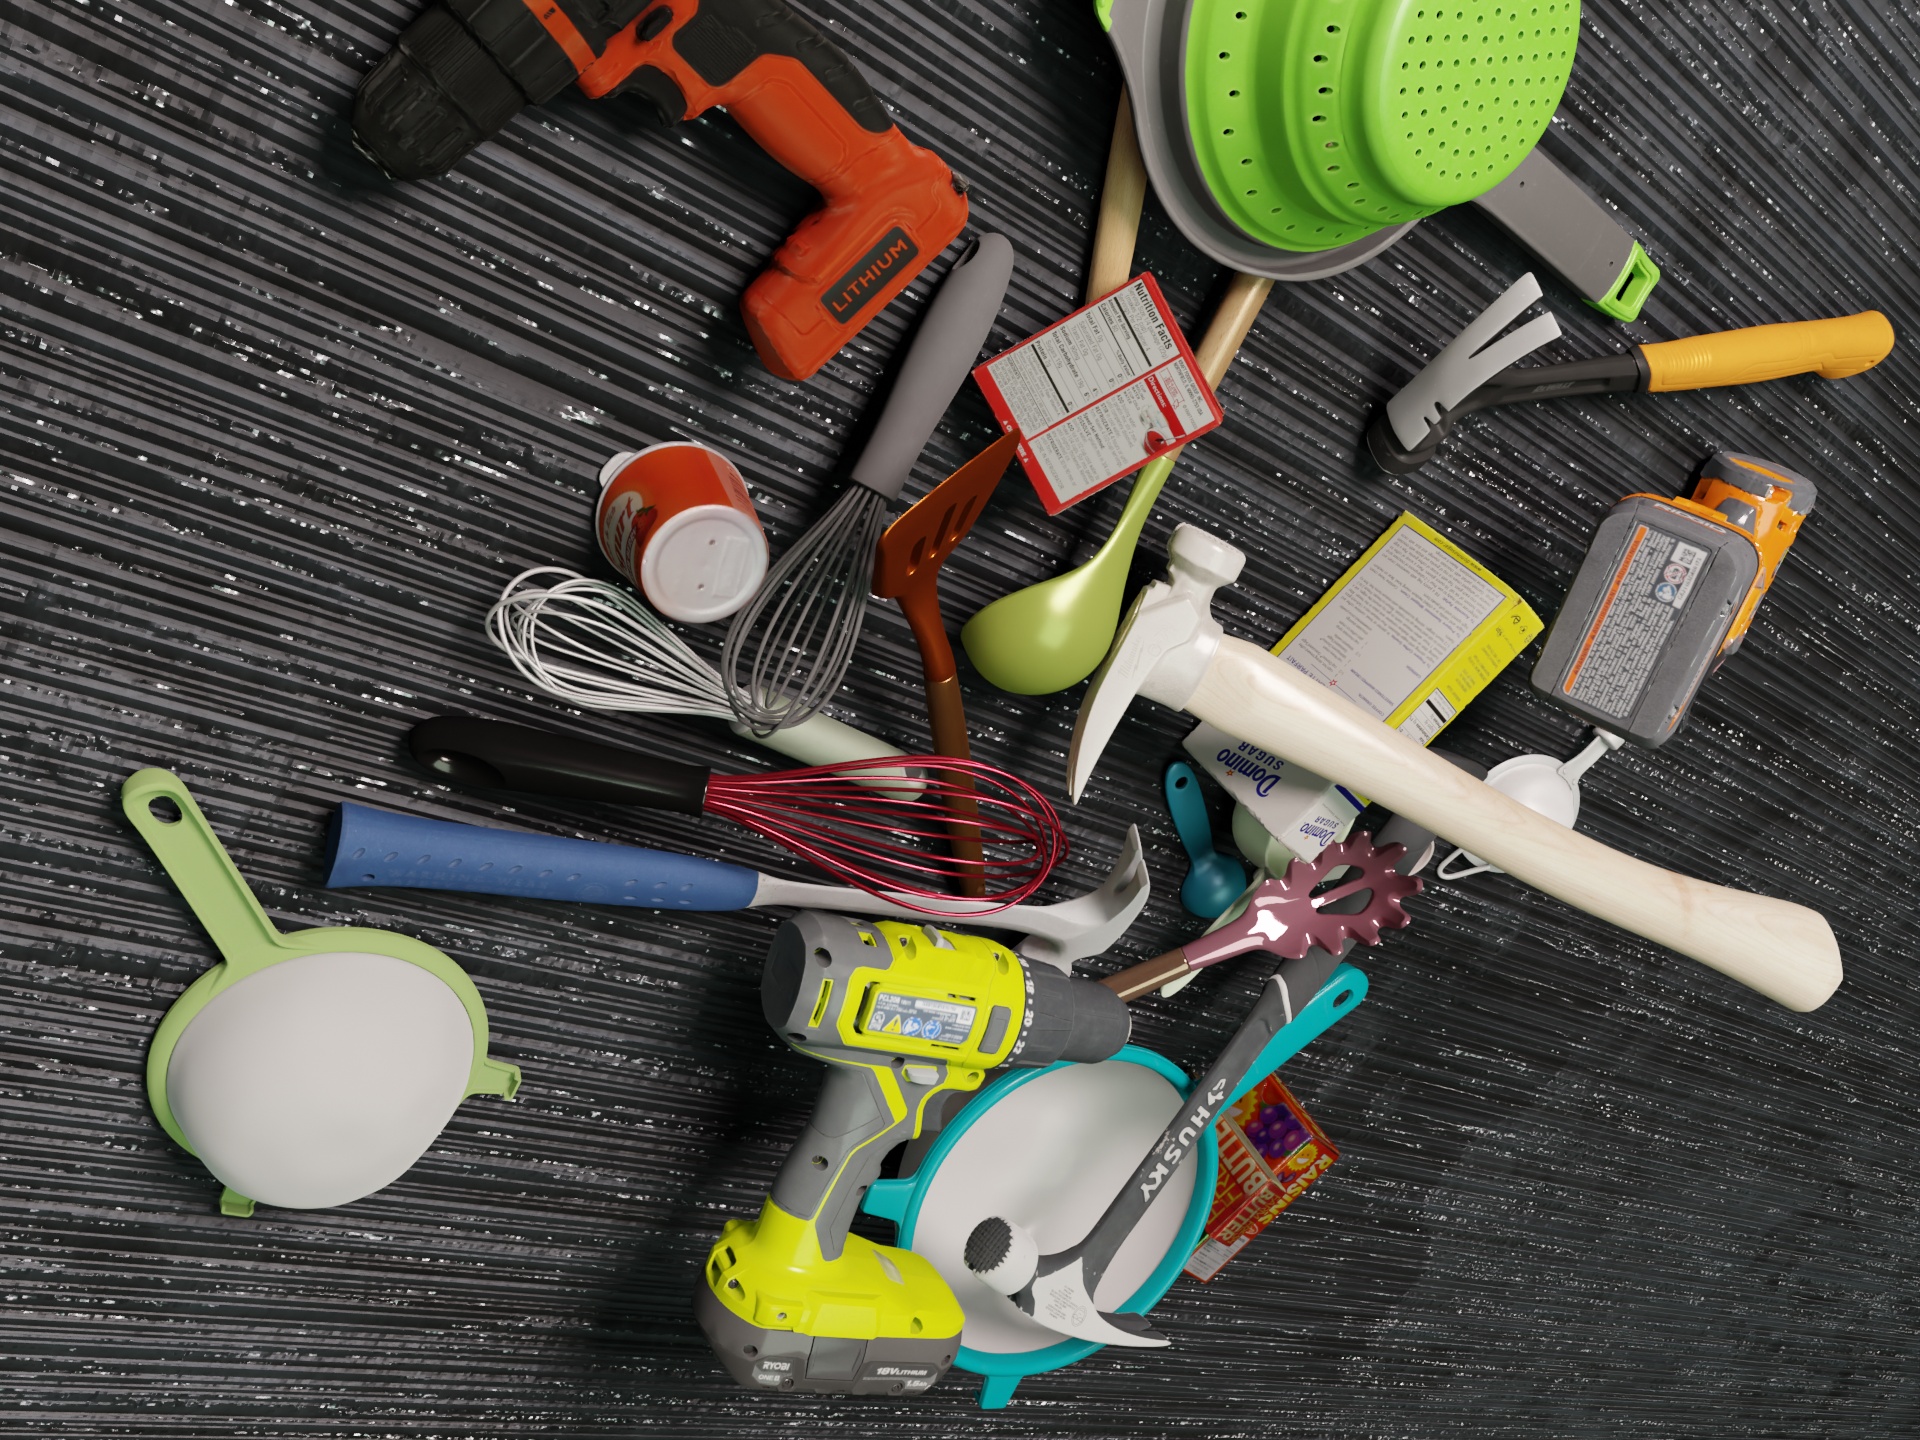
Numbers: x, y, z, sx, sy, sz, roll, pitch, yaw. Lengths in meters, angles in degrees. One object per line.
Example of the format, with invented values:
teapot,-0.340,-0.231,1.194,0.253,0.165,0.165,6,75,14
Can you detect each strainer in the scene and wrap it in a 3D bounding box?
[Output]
strainer,0.407,0.015,1.010,0.258,0.050,0.086,-47,117,3
strainer,0.092,0.236,0.959,0.340,0.095,0.210,-33,118,-16
strainer,-0.299,0.133,0.700,0.151,0.069,0.256,-22,130,-13

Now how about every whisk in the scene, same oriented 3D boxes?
whisk,-0.105,-0.007,0.730,0.059,0.058,0.246,-26,143,36
whisk,-0.094,0.036,0.708,0.295,0.073,0.073,11,117,-9
whisk,-0.038,-0.101,0.684,0.055,0.055,0.239,26,93,-37

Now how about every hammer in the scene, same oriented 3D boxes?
hammer,0.378,-0.191,0.835,0.336,0.034,0.127,-12,162,-25
hammer,0.255,0.057,0.799,0.410,0.038,0.146,26,101,-7
hammer,-0.091,0.080,0.774,0.405,0.035,0.144,10,142,-28
hammer,0.175,0.179,0.910,0.409,0.036,0.149,-51,122,-9

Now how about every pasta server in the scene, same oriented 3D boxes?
pasta server,0.099,0.142,0.871,0.316,0.060,0.040,-24,172,3

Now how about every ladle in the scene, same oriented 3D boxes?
ladle,0.097,-0.153,0.743,0.078,0.062,0.320,12,108,-57
ladle,0.078,-0.266,0.664,0.069,0.031,0.315,-7,125,-24

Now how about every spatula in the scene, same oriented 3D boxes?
spatula,-0.001,-0.002,0.744,0.081,0.041,0.322,-41,147,-25

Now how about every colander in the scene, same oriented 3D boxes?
colander,0.234,-0.251,0.686,0.396,0.095,0.204,17,106,-41

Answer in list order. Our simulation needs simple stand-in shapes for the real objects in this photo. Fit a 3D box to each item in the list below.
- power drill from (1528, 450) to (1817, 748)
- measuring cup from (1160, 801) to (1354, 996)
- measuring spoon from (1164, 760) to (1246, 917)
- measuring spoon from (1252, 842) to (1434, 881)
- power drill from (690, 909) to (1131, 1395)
power drill,0.397,-0.058,0.887,0.226,0.084,0.164,-21,134,-51
measuring cup,0.161,0.086,0.914,0.167,0.038,0.083,-49,137,-1
measuring spoon,0.141,0.072,0.918,0.042,0.021,0.128,-30,131,-7
measuring spoon,0.235,0.085,0.985,0.124,0.018,0.034,-6,123,-16
power drill,-0.026,0.214,0.795,0.190,0.080,0.228,14,100,-26
